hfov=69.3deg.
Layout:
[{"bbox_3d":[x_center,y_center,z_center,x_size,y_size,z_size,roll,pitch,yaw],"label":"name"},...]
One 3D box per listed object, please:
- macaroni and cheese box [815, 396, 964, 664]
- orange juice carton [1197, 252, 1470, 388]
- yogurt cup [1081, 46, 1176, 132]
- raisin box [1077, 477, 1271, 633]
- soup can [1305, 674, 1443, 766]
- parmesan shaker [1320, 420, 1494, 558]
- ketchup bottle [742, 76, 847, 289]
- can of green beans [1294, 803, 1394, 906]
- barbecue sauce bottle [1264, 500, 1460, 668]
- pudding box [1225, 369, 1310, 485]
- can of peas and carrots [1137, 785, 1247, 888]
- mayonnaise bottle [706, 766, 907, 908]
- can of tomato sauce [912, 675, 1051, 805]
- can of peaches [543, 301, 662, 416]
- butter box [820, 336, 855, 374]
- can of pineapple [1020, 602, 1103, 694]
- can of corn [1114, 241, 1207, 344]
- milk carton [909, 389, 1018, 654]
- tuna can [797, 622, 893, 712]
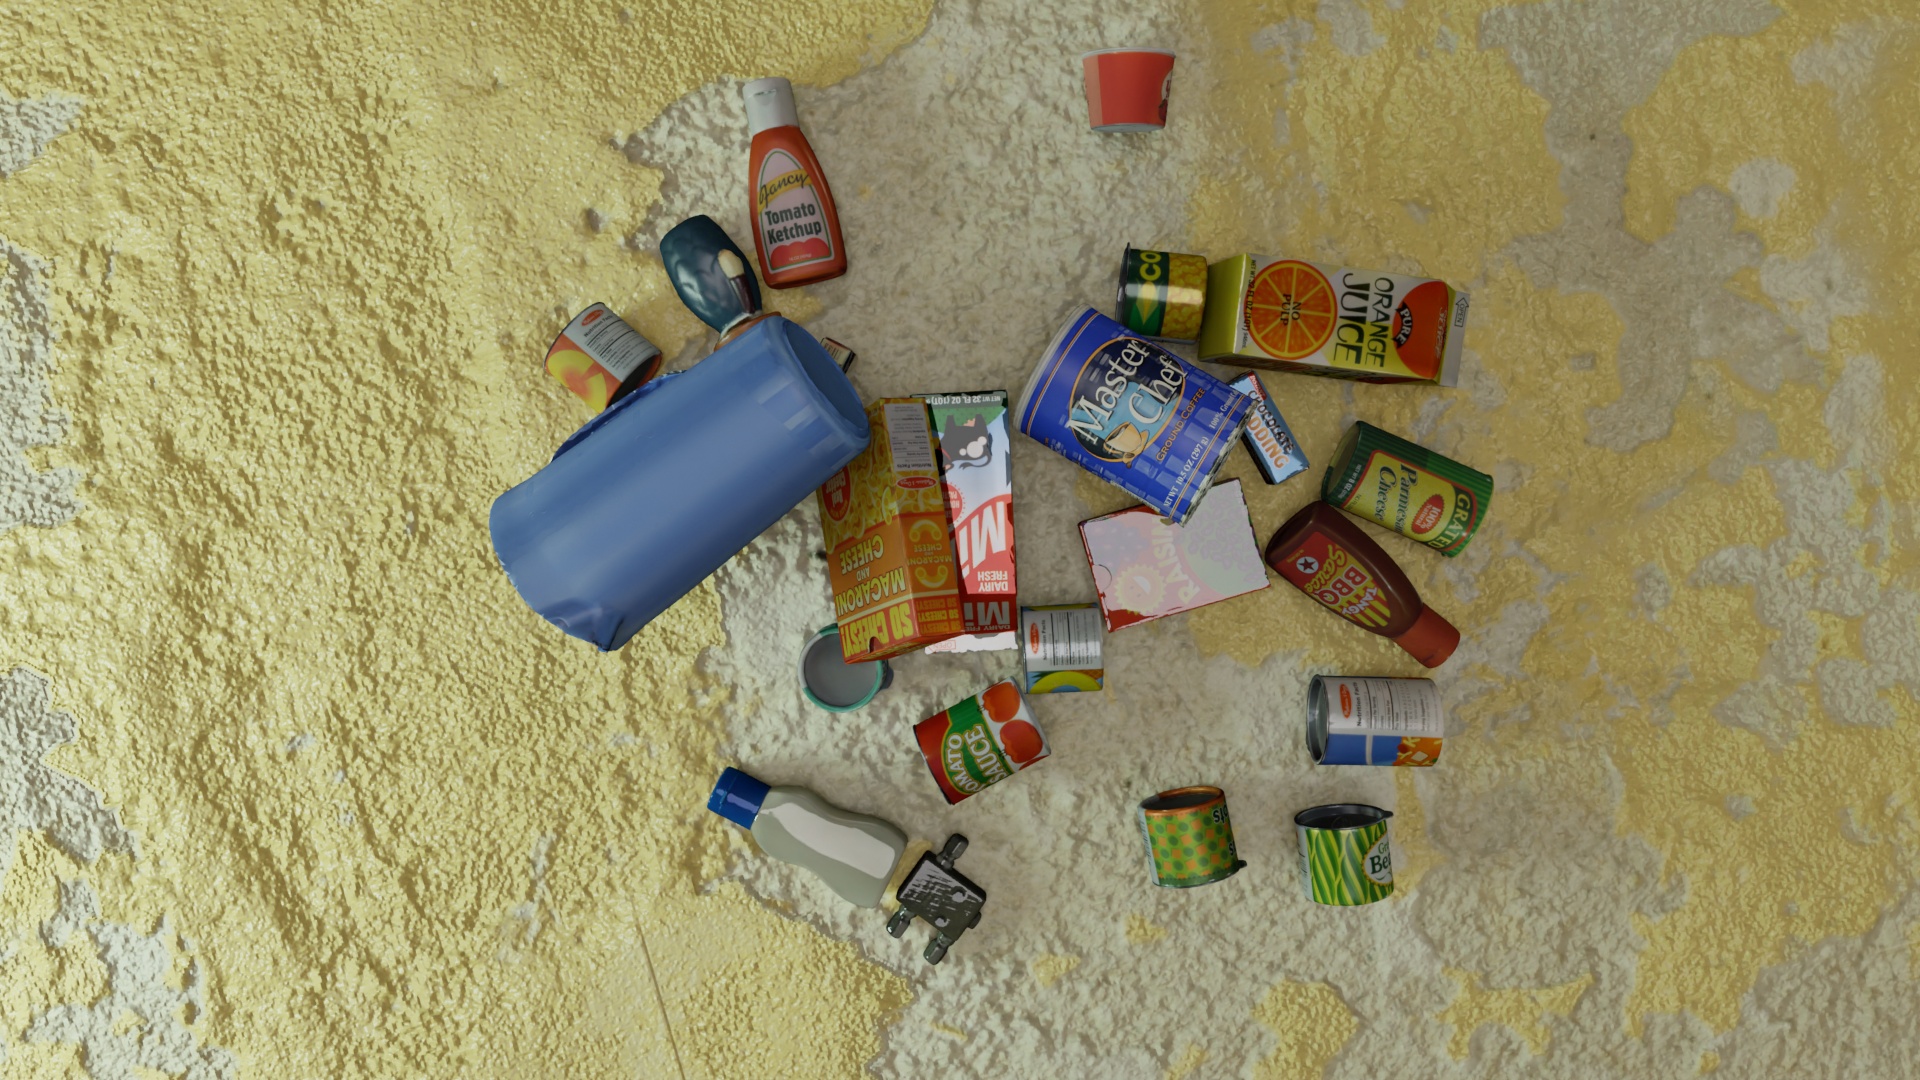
[{"bbox_3d":[-0.056,-0.004,0.981,0.040,0.123,0.166,-4,79,-30],"label":"macaroni and cheese box"},{"bbox_3d":[0.274,-0.154,0.993,0.193,0.073,0.071,5,92,-12],"label":"orange juice carton"},{"bbox_3d":[0.122,-0.326,1.008,0.072,0.072,0.053,0,100,2],"label":"yogurt cup"},{"bbox_3d":[0.157,0.011,1.031,0.123,0.040,0.086,-16,92,3],"label":"raisin box"},{"bbox_3d":[0.302,0.133,1.019,0.084,0.071,0.071,1,92,1],"label":"soup can"},{"bbox_3d":[0.322,-0.035,1.011,0.103,0.071,0.071,23,93,1],"label":"parmesan shaker"},{"bbox_3d":[-0.129,-0.264,1.028,0.065,0.043,0.148,-12,91,3],"label":"ketchup bottle"},{"bbox_3d":[0.282,0.230,1.021,0.071,0.071,0.057,-7,93,2],"label":"can of green beans"},{"bbox_3d":[0.299,0.036,1.019,0.148,0.044,0.064,37,134,-6],"label":"barbecue sauce bottle"},{"bbox_3d":[0.221,-0.083,1.020,0.030,0.050,0.083,-30,91,5],"label":"pudding box"},{"bbox_3d":[0.170,0.217,1.024,0.071,0.071,0.058,-12,91,2],"label":"can of peas and carrots"},{"bbox_3d":[-0.117,0.218,1.047,0.148,0.041,0.064,26,91,2],"label":"mayonnaise bottle"},{"bbox_3d":[0.017,0.148,1.025,0.083,0.071,0.071,-28,91,2],"label":"can of tomato sauce"},{"bbox_3d":[-0.264,-0.132,1.028,0.058,0.071,0.071,39,93,0],"label":"can of peaches"},{"bbox_3d":[-0.113,-0.100,1.029,0.024,0.053,0.103,28,93,-2],"label":"butter box"},{"bbox_3d":[0.074,0.080,1.024,0.058,0.071,0.071,-3,92,2],"label":"can of pineapple"},{"bbox_3d":[0.145,-0.179,1.009,0.058,0.071,0.071,6,93,1],"label":"can of corn"},{"bbox_3d":[0.004,-0.013,1.018,0.072,0.073,0.190,-3,92,2],"label":"milk carton"},{"bbox_3d":[-0.086,0.096,1.045,0.071,0.033,0.071,0,92,2],"label":"tuna can"}]
